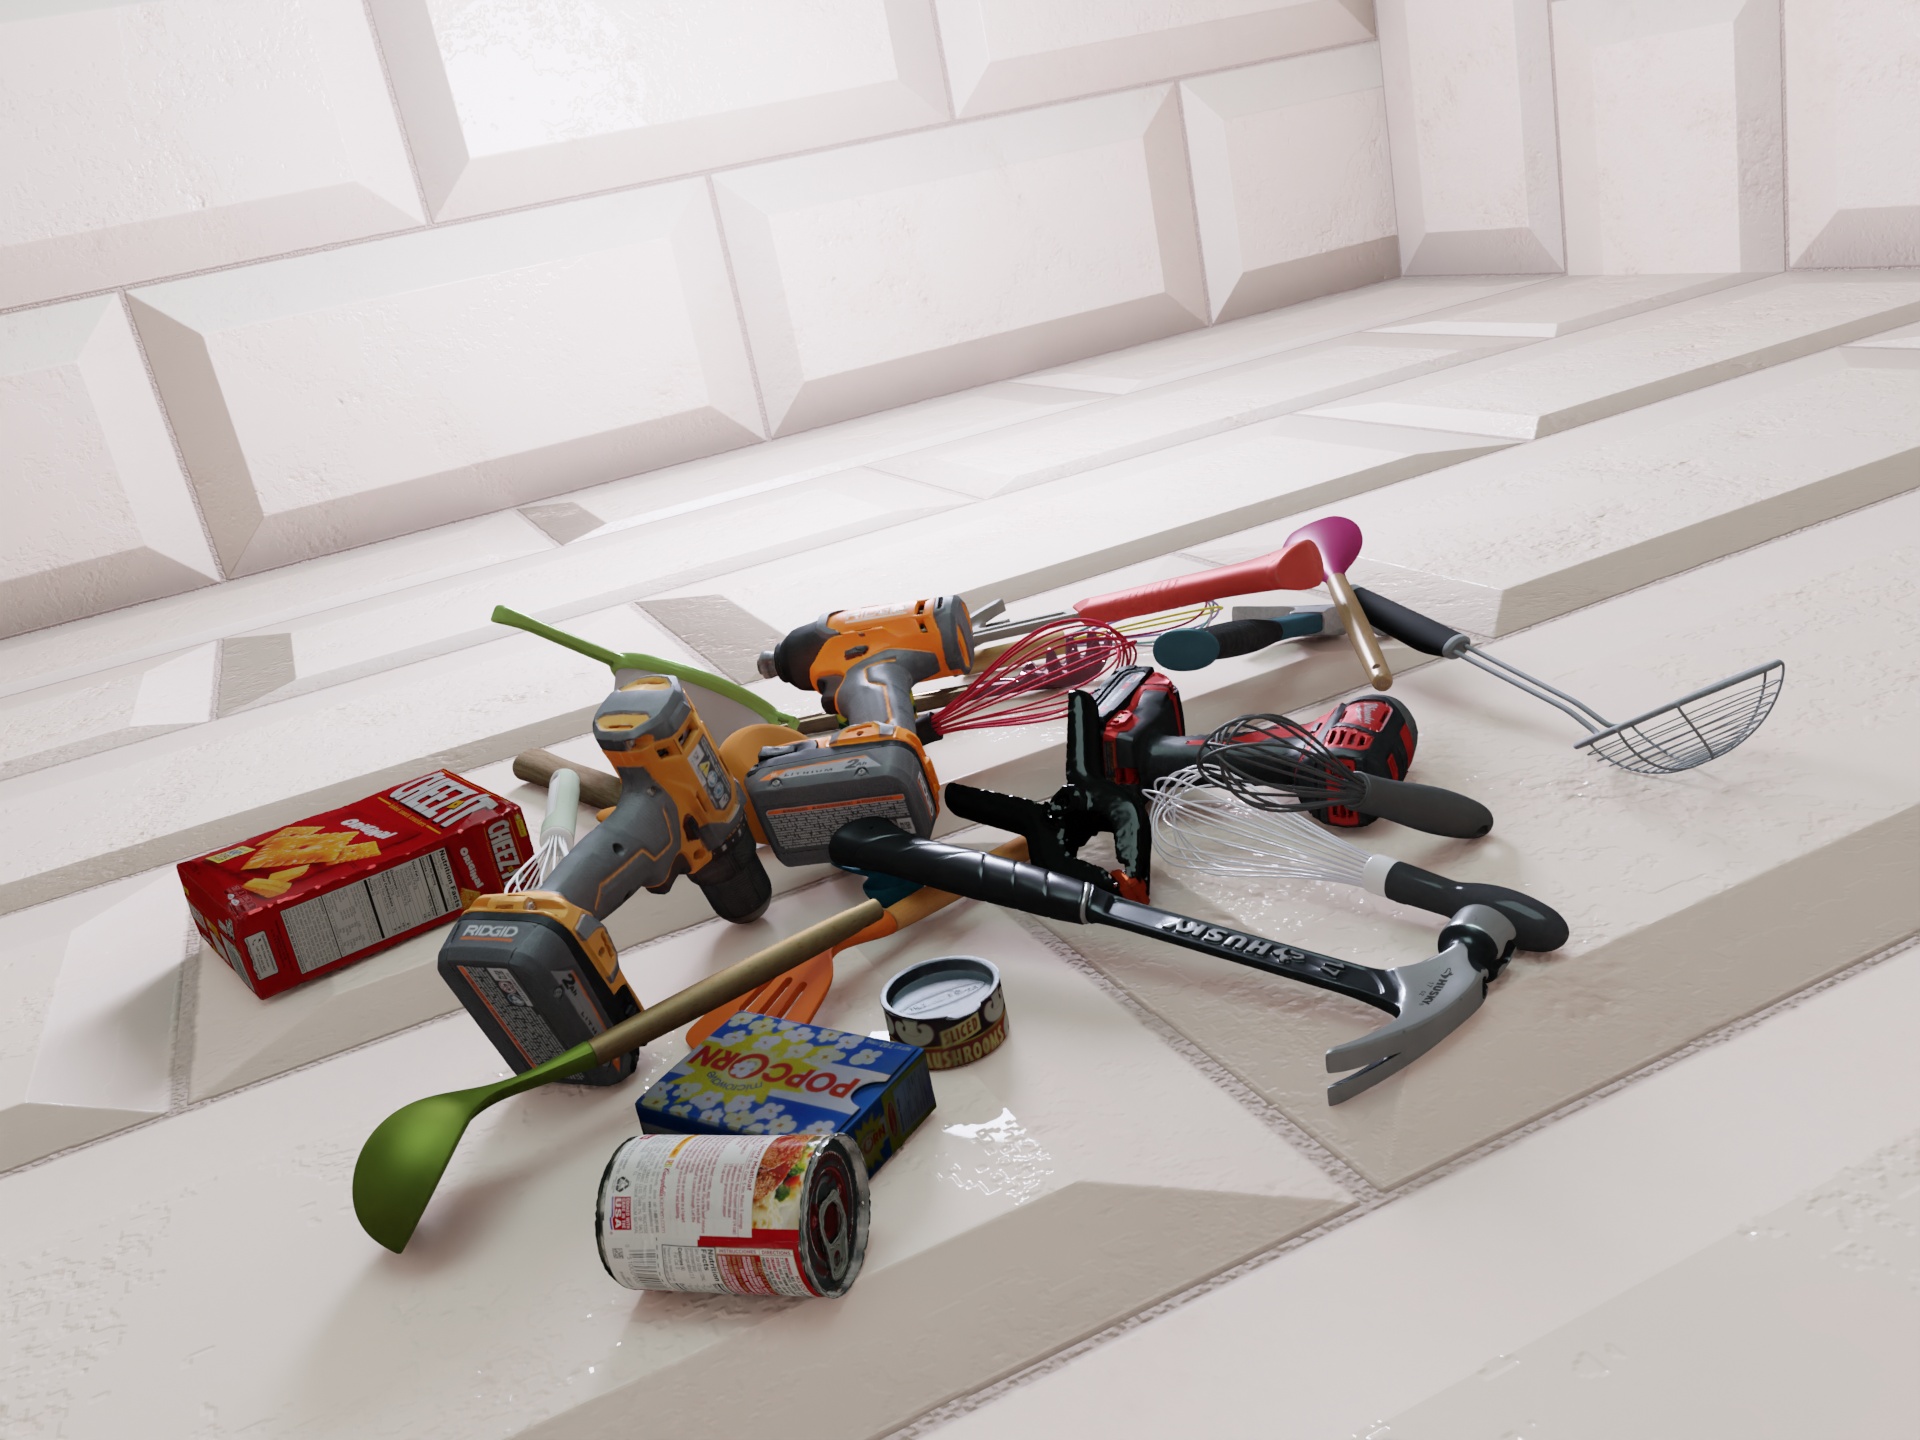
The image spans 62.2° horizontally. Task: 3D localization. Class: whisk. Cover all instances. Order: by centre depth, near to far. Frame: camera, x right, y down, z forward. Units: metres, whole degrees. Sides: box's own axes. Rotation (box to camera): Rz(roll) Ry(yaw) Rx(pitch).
[{"bbox_3d":[0.226,0.037,0.902,0.238,0.055,0.055,14,3,-35],"label":"whisk"},{"bbox_3d":[0.218,0.081,0.919,0.070,0.070,0.285,-26,29,-35],"label":"whisk"},{"bbox_3d":[-0.295,0.092,1.154,0.059,0.058,0.247,27,15,-19],"label":"whisk"},{"bbox_3d":[-0.002,-0.004,1.205,0.296,0.073,0.073,-23,16,16],"label":"whisk"},{"bbox_3d":[0.116,-0.078,1.436,0.245,0.051,0.047,-12,25,7],"label":"whisk"}]

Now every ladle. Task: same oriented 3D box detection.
[{"bbox_3d":[-0.166,0.175,0.842,0.320,0.062,0.078,-24,-11,-32],"label":"ladle"}]

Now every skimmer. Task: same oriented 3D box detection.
[{"bbox_3d":[0.384,-0.056,1.088,0.127,0.090,0.364,-20,30,-20],"label":"skimmer"}]

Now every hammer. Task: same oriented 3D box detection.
[{"bbox_3d":[0.083,0.110,0.889,0.409,0.036,0.149,11,31,38],"label":"hammer"},{"bbox_3d":[0.233,-0.068,1.233,0.128,0.033,0.331,0,7,30],"label":"hammer"},{"bbox_3d":[-0.277,0.060,1.290,0.130,0.031,0.331,-25,23,-34],"label":"hammer"},{"bbox_3d":[0.133,-0.097,1.313,0.359,0.036,0.149,-11,14,38],"label":"hammer"}]

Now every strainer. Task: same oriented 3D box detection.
[{"bbox_3d":[-0.270,-0.016,1.294,0.256,0.069,0.151,25,-15,-32],"label":"strainer"}]

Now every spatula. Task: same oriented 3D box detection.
[{"bbox_3d":[-0.027,0.124,0.985,0.081,0.041,0.322,10,24,43],"label":"spatula"}]

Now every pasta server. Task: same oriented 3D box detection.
[{"bbox_3d":[-0.020,-0.026,1.375,0.316,0.040,0.060,-11,14,4],"label":"pasta server"}]

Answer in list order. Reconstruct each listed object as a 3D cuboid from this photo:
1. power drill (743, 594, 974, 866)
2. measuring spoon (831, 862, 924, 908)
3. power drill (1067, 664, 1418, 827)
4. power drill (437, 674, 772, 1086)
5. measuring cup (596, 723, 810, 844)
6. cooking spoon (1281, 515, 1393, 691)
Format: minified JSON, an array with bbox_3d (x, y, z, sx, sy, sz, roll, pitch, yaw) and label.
[{"bbox_3d":[-0.082,-0.002,1.122,0.164,0.084,0.227,-8,37,14],"label":"power drill"},{"bbox_3d":[-0.059,0.107,1.066,0.042,0.021,0.129,-21,12,-22],"label":"measuring spoon"},{"bbox_3d":[0.196,0.016,1.082,0.220,0.078,0.143,2,24,28],"label":"power drill"},{"bbox_3d":[-0.193,0.110,0.951,0.084,0.185,0.226,-2,40,26],"label":"power drill"},{"bbox_3d":[-0.175,0.046,1.146,0.173,0.052,0.095,-5,44,-33],"label":"measuring cup"},{"bbox_3d":[0.291,-0.097,1.213,0.069,0.017,0.319,-23,24,13],"label":"cooking spoon"}]
